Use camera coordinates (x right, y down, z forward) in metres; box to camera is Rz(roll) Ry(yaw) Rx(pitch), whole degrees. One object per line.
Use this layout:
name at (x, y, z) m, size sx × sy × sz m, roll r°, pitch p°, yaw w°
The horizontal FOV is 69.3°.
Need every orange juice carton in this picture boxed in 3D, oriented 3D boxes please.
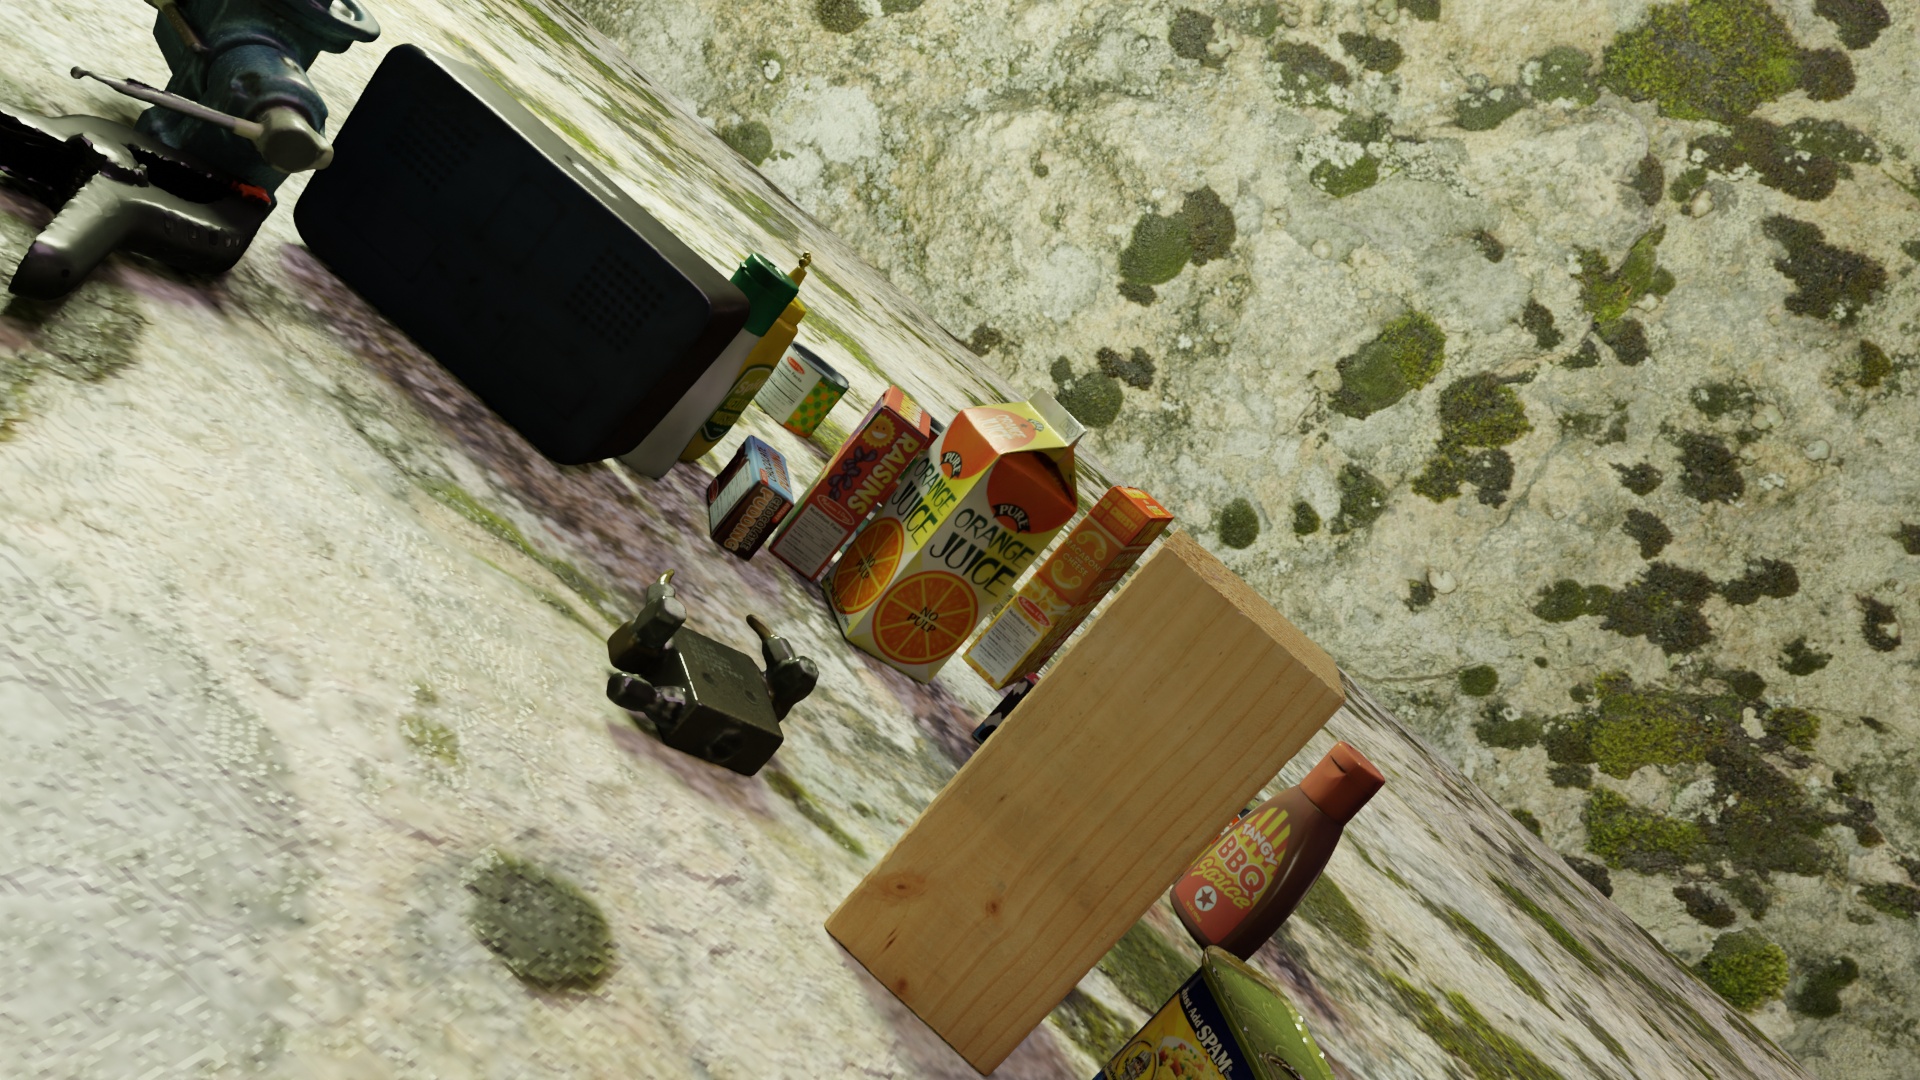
orange juice carton at (0.003, -0.011, 0.878) m, size 0.073 × 0.192 × 0.072 m, roll 33°, pitch 13°, yaw -32°

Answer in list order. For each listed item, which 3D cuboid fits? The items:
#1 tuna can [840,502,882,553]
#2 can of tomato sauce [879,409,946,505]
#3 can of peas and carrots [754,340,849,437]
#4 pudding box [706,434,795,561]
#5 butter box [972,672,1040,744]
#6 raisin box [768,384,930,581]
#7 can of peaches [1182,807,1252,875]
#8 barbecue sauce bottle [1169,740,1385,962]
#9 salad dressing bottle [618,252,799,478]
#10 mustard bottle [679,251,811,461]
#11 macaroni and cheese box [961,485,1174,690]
tuna can at (-0.073, -0.009, 1.031) m, size 0.071 × 0.032 × 0.071 m, roll 38°, pitch 11°, yaw -9°
can of tomato sauce at (-0.044, -0.067, 1.216) m, size 0.071 × 0.083 × 0.071 m, roll 38°, pitch 11°, yaw -9°
can of peas and carrots at (-0.140, -0.132, 1.222) m, size 0.071 × 0.058 × 0.071 m, roll 38°, pitch 11°, yaw -9°
pudding box at (-0.132, -0.028, 0.872) m, size 0.030 × 0.049 × 0.084 m, roll 35°, pitch 12°, yaw -24°
butter box at (0.063, 0.136, 0.864) m, size 0.103 × 0.053 × 0.024 m, roll 42°, pitch 11°, yaw 11°
raisin box at (-0.072, -0.040, 0.924) m, size 0.040 × 0.123 × 0.086 m, roll 39°, pitch 11°, yaw -9°
can of peaches at (0.189, 0.220, 0.935) m, size 0.071 × 0.058 × 0.071 m, roll 38°, pitch 11°, yaw -9°
barbecue sauce bottle at (0.196, 0.188, 0.851) m, size 0.043 × 0.148 × 0.065 m, roll 32°, pitch 14°, yaw -37°
salad dressing bottle at (-0.157, -0.107, 0.844) m, size 0.044 × 0.147 × 0.064 m, roll 34°, pitch 12°, yaw -28°
mustard bottle at (-0.147, -0.124, 0.911) m, size 0.049 × 0.160 × 0.065 m, roll 42°, pitch 11°, yaw 10°
macaroni and cheese box at (0.082, 0.033, 1.033) m, size 0.040 × 0.166 × 0.124 m, roll 43°, pitch 11°, yaw 12°
